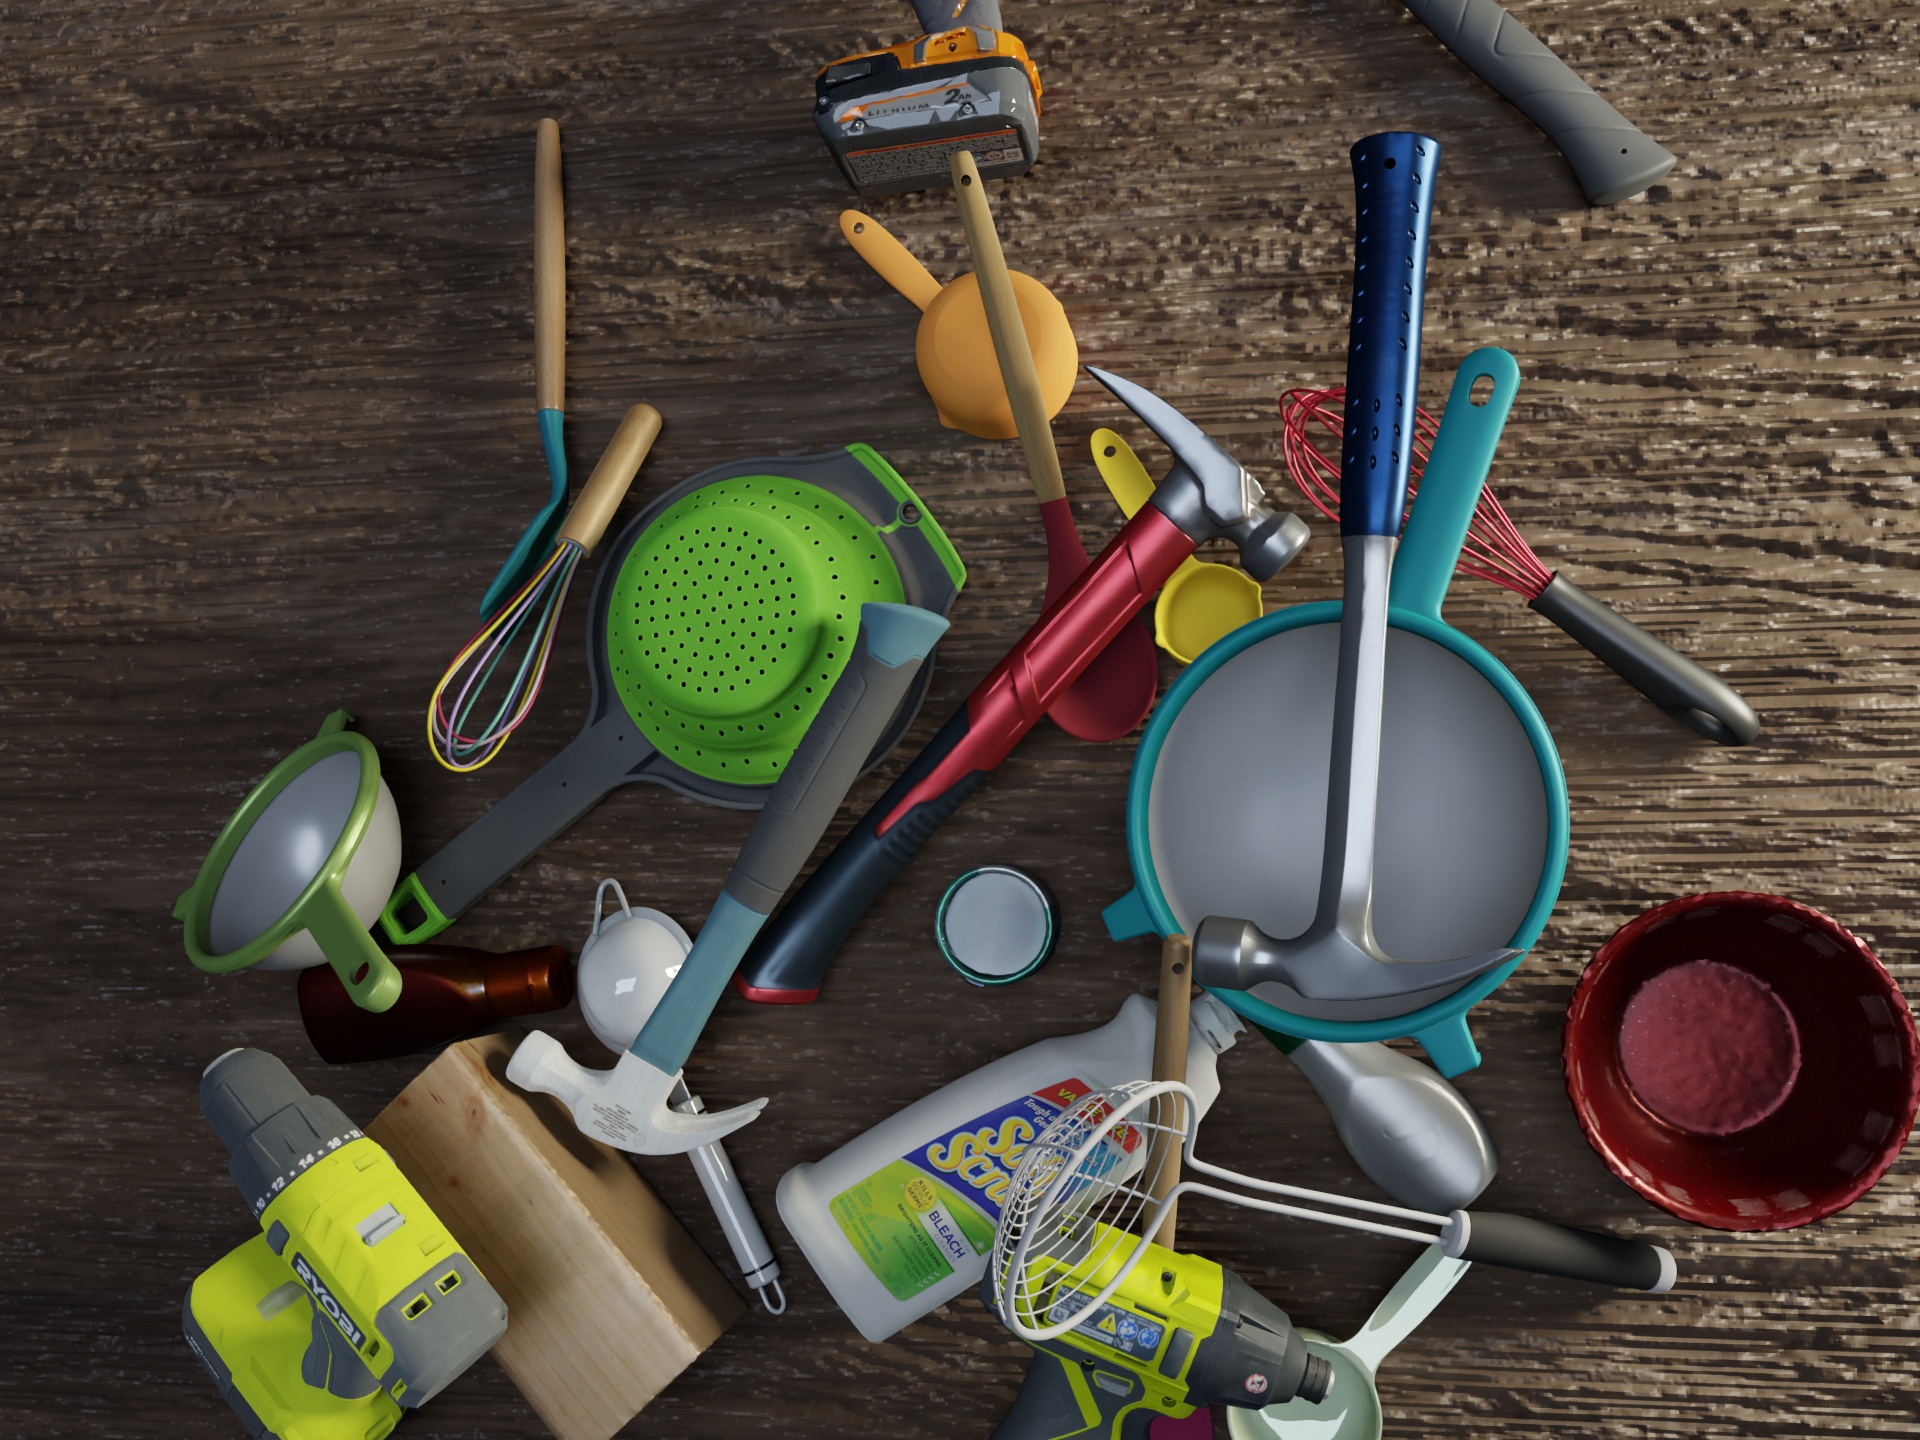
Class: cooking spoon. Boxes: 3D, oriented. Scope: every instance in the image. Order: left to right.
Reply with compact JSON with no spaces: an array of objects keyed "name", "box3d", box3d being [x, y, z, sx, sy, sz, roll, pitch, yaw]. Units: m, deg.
[{"name":"cooking spoon","box3d":[0.100,0.261,0.804,0.069,0.017,0.319,3,102,6]}]

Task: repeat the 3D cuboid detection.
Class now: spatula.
[{"name":"spatula","box3d":[-0.250,-0.204,0.926,0.044,0.082,0.318,-2,79,-6]}]

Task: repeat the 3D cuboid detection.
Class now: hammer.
[{"name":"hammer","box3d":[-0.106,0.081,0.826,0.128,0.033,0.331,31,98,3]},{"name":"hammer","box3d":[-0.001,-0.003,0.839,0.143,0.038,0.386,42,101,-1]},{"name":"hammer","box3d":[0.229,-0.430,0.870,0.149,0.036,0.409,-43,80,3]},{"name":"hammer","box3d":[0.195,-0.073,0.736,0.144,0.035,0.405,3,83,27]}]

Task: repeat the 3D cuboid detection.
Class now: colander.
[{"name":"colander","box3d":[-0.183,-0.003,0.873,0.397,0.094,0.204,-39,80,4]}]

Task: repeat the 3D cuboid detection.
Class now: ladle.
[{"name":"ladle","box3d":[0.041,-0.142,0.842,0.069,0.031,0.315,-15,100,6]}]

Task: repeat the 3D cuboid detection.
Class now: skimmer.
[{"name":"skimmer","box3d":[0.185,0.242,0.723,0.363,0.090,0.127,14,105,-14]}]

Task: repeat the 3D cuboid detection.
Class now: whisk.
[{"name":"whisk","box3d":[-0.224,-0.080,0.872,0.047,0.051,0.245,33,63,-21]},{"name":"whisk","box3d":[0.284,-0.080,0.819,0.296,0.073,0.073,37,92,6]}]

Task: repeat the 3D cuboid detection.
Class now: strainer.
[{"name":"strainer","box3d":[-0.330,0.101,0.858,0.151,0.069,0.257,-53,40,-7]},{"name":"strainer","box3d":[-0.155,0.208,0.879,0.087,0.050,0.258,-29,84,22]},{"name":"strainer","box3d":[0.216,-0.010,0.793,0.211,0.095,0.340,20,93,26]}]

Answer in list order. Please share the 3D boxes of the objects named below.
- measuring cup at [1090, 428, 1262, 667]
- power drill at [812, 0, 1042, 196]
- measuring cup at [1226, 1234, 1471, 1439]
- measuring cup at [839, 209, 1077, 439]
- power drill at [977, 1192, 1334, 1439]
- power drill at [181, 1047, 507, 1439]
[{"name":"measuring cup","box3d":[0.113,-0.094,0.870,0.062,0.029,0.157,-29,69,6]},{"name":"power drill","box3d":[-0.036,-0.418,0.893,0.164,0.084,0.226,-4,80,10]},{"name":"measuring cup","box3d":[0.204,0.315,0.809,0.083,0.038,0.167,42,91,11]},{"name":"measuring cup","box3d":[-0.011,-0.233,0.884,0.174,0.052,0.095,45,94,8]},{"name":"power drill","box3d":[0.069,0.364,0.782,0.171,0.080,0.223,21,101,7]},{"name":"power drill","box3d":[-0.333,0.283,0.818,0.191,0.080,0.228,46,133,11]}]
